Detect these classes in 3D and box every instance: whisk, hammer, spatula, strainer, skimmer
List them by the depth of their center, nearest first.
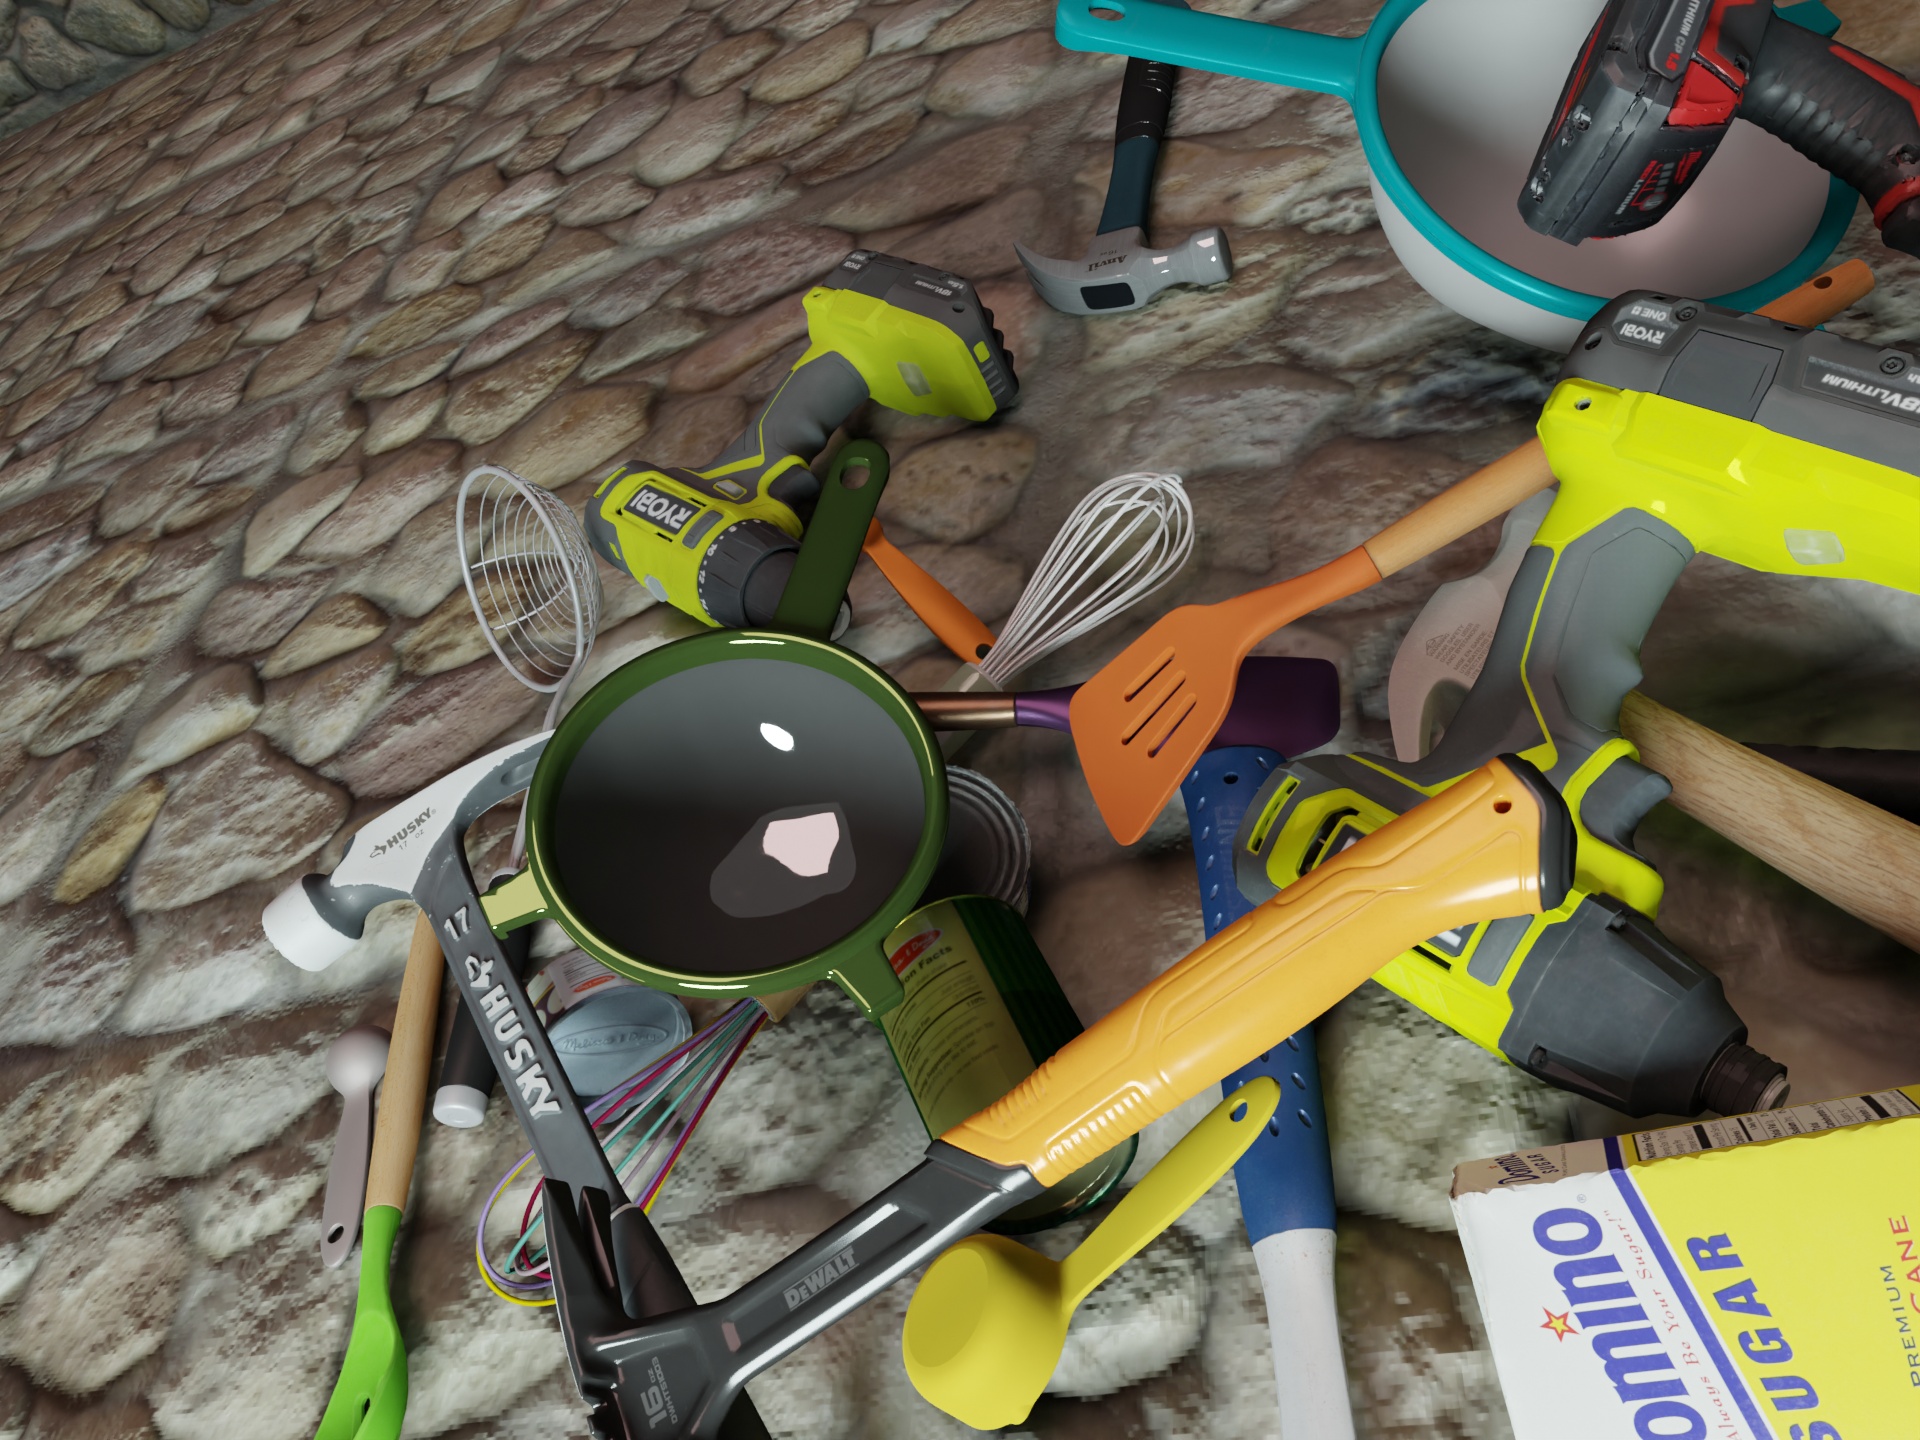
[{"bbox_3d":[0.024,0.110,0.465,0.337,0.034,0.127,-35,56,8],"label":"hammer"},{"bbox_3d":[0.261,0.039,0.480,0.130,0.031,0.332,-54,42,4],"label":"hammer"},{"bbox_3d":[0.097,0.169,0.483,0.144,0.035,0.406,-16,44,18],"label":"hammer"},{"bbox_3d":[-0.124,0.165,0.556,0.149,0.036,0.409,-39,55,-1],"label":"hammer"},{"bbox_3d":[0.175,-0.066,0.580,0.322,0.041,0.081,-31,46,14],"label":"spatula"},{"bbox_3d":[-0.067,0.001,0.618,0.151,0.069,0.257,11,56,8],"label":"strainer"},{"bbox_3d":[-0.094,0.133,0.640,0.047,0.051,0.245,35,68,25],"label":"whisk"},{"bbox_3d":[-0.001,-0.002,0.676,0.316,0.018,0.060,-1,52,13],"label":"spatula"},{"bbox_3d":[0.205,-0.250,0.703,0.340,0.095,0.211,14,67,5],"label":"strainer"},{"bbox_3d":[0.017,-0.023,0.713,0.058,0.059,0.246,41,81,20],"label":"whisk"},{"bbox_3d":[-0.243,0.024,0.793,0.127,0.090,0.364,123,156,-46],"label":"skimmer"},{"bbox_3d":[0.112,-0.361,0.987,0.128,0.033,0.331,-9,46,24],"label":"hammer"}]

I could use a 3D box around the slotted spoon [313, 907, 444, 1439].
[{"bbox_3d":[-0.242,0.188,0.680,0.070,0.031,0.314,-47,32,26],"label":"slotted spoon"}]

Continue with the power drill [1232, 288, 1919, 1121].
[{"bbox_3d":[0.205,-0.003,0.479,0.171,0.080,0.223,32,92,41],"label":"power drill"}]

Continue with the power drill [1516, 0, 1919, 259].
[{"bbox_3d":[0.333,-0.188,0.591,0.227,0.080,0.188,25,68,5],"label":"power drill"}]

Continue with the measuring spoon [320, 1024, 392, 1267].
[{"bbox_3d":[-0.277,0.186,0.713,0.034,0.018,0.124,-25,42,9],"label":"measuring spoon"}]

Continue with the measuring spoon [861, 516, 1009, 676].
[{"bbox_3d":[-0.017,-0.061,0.759,0.021,0.011,0.117,-38,66,-14],"label":"measuring spoon"}]

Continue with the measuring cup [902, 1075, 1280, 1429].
[{"bbox_3d":[0.037,0.157,0.492,0.156,0.029,0.062,-49,24,18],"label":"measuring cup"}]

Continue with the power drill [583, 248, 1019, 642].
[{"bbox_3d":[-0.075,-0.142,0.862,0.191,0.080,0.228,28,71,40],"label":"power drill"}]
